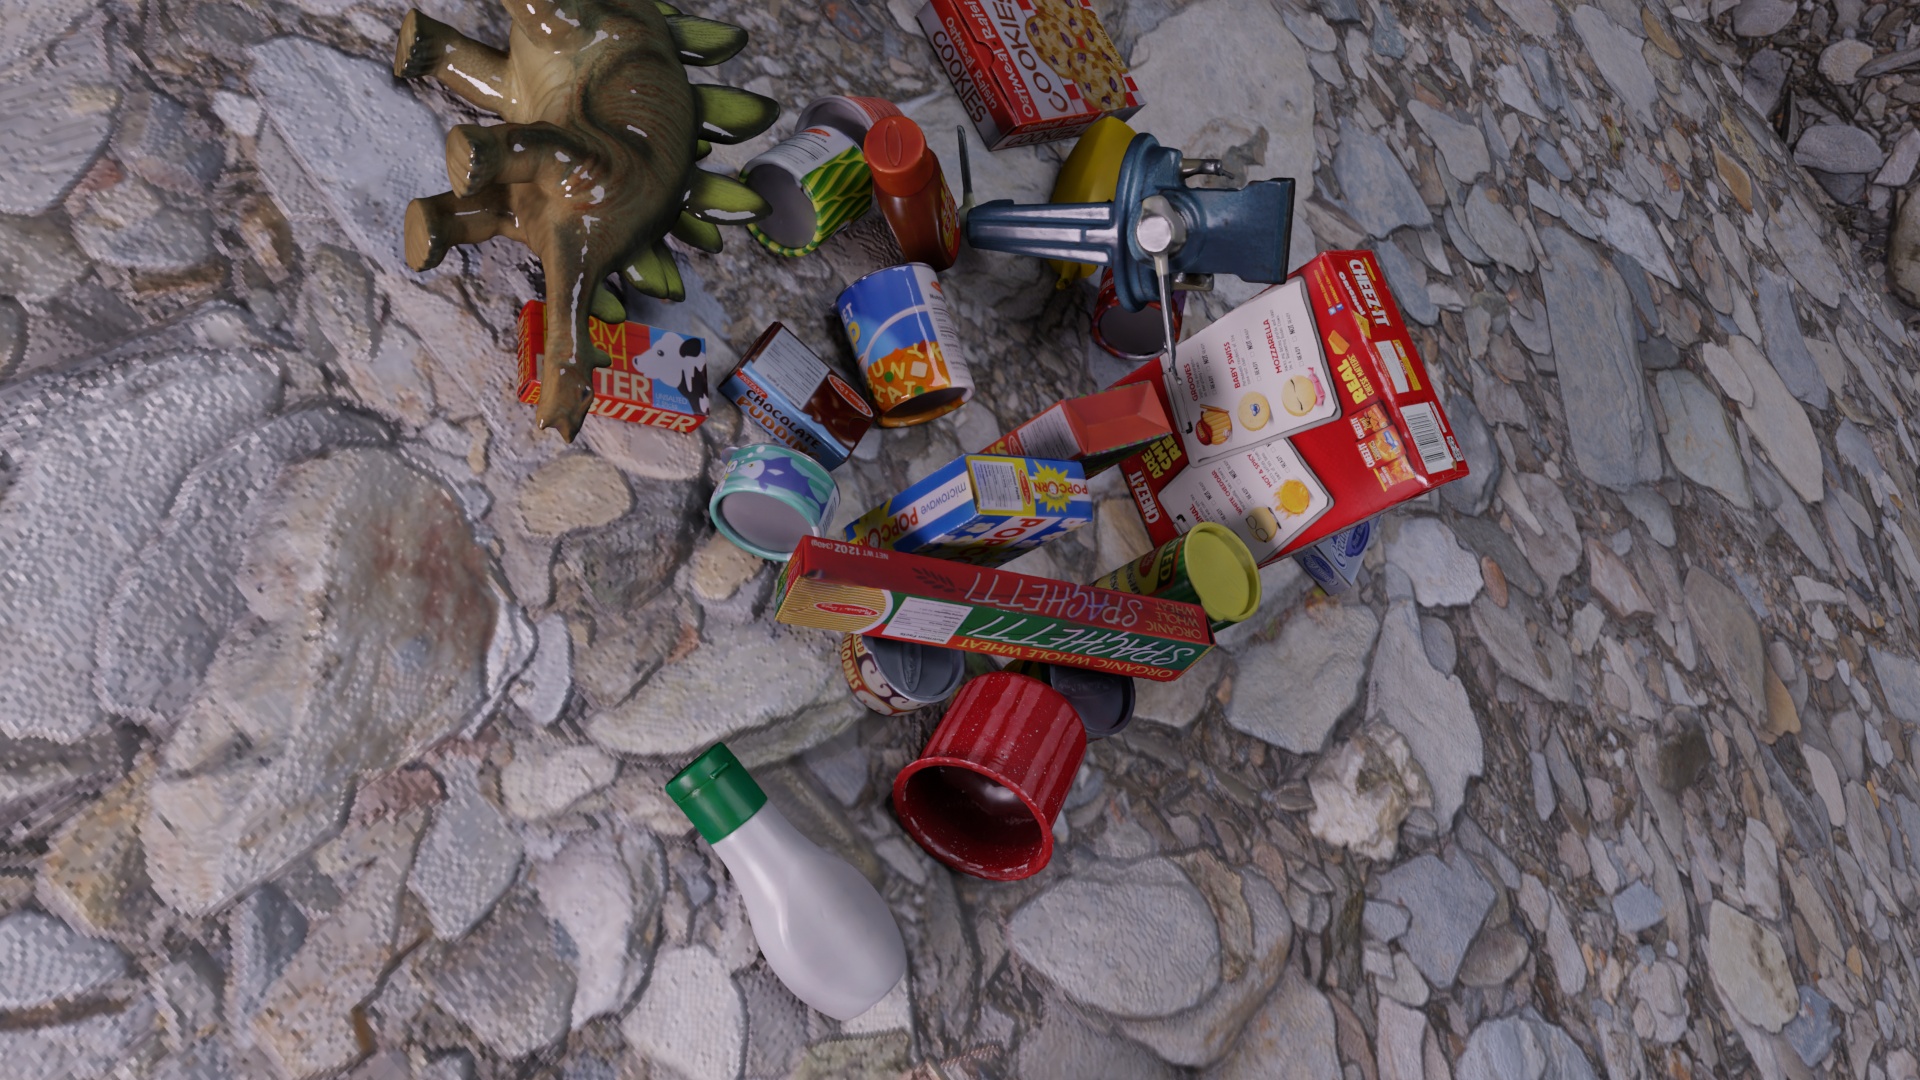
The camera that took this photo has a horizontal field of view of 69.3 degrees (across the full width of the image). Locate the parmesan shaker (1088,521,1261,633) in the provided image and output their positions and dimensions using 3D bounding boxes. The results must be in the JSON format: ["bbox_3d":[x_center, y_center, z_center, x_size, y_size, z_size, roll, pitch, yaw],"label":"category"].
[{"bbox_3d":[0.132,0.039,0.895,0.071,0.102,0.071,19,57,-31],"label":"parmesan shaker"}]

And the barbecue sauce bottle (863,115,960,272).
[{"bbox_3d":[-0.030,-0.220,0.877,0.148,0.044,0.065,46,39,-80],"label":"barbecue sauce bottle"}]

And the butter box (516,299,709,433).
[{"bbox_3d":[-0.189,-0.094,0.758,0.103,0.024,0.053,9,63,-36],"label":"butter box"}]

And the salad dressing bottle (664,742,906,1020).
[{"bbox_3d":[-0.088,0.168,0.693,0.147,0.043,0.064,53,48,-3],"label":"salad dressing bottle"}]

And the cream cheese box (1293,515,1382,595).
[{"bbox_3d":[0.302,-0.008,1.110,0.053,0.024,0.104,46,47,-10],"label":"cream cheese box"}]

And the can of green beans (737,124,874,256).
[{"bbox_3d":[-0.097,-0.218,0.868,0.071,0.071,0.058,50,48,-7],"label":"can of green beans"}]

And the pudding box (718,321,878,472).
[{"bbox_3d":[-0.095,-0.083,0.824,0.083,0.030,0.050,41,47,-15],"label":"pudding box"}]

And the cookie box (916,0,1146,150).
[{"bbox_3d":[0.059,-0.378,1.093,0.168,0.040,0.123,-25,85,-43],"label":"cookie box"}]

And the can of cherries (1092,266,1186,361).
[{"bbox_3d":[0.132,-0.177,1.030,0.071,0.071,0.059,31,53,-23],"label":"can of cherries"}]

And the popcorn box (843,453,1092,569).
[{"bbox_3d":[0.003,-0.010,0.800,0.085,0.126,0.038,1,71,-39],"label":"popcorn box"}]

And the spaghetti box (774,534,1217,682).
[{"bbox_3d":[0.023,0.041,0.776,0.250,0.050,0.029,10,53,-21],"label":"spaghetti box"}]

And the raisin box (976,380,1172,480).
[{"bbox_3d":[0.057,-0.054,0.869,0.086,0.123,0.040,-18,82,-43],"label":"raisin box"}]

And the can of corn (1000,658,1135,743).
[{"bbox_3d":[0.061,0.091,0.842,0.071,0.058,0.071,18,58,-31],"label":"can of corn"}]

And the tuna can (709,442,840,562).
[{"bbox_3d":[-0.104,-0.021,0.761,0.071,0.071,0.033,34,51,-21],"label":"tuna can"}]

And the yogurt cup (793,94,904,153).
[{"bbox_3d":[-0.068,-0.261,0.916,0.072,0.072,0.054,56,38,-2],"label":"yogurt cup"}]

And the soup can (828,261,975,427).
[{"bbox_3d":[-0.037,-0.120,0.869,0.071,0.071,0.084,-9,75,-41],"label":"soup can"}]

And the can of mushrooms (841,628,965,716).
[{"bbox_3d":[-0.035,0.065,0.795,0.071,0.033,0.071,18,59,-32],"label":"can of mushrooms"}]

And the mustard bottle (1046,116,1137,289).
[{"bbox_3d":[0.094,-0.244,1.041,0.049,0.065,0.161,29,60,-19],"label":"mustard bottle"}]
